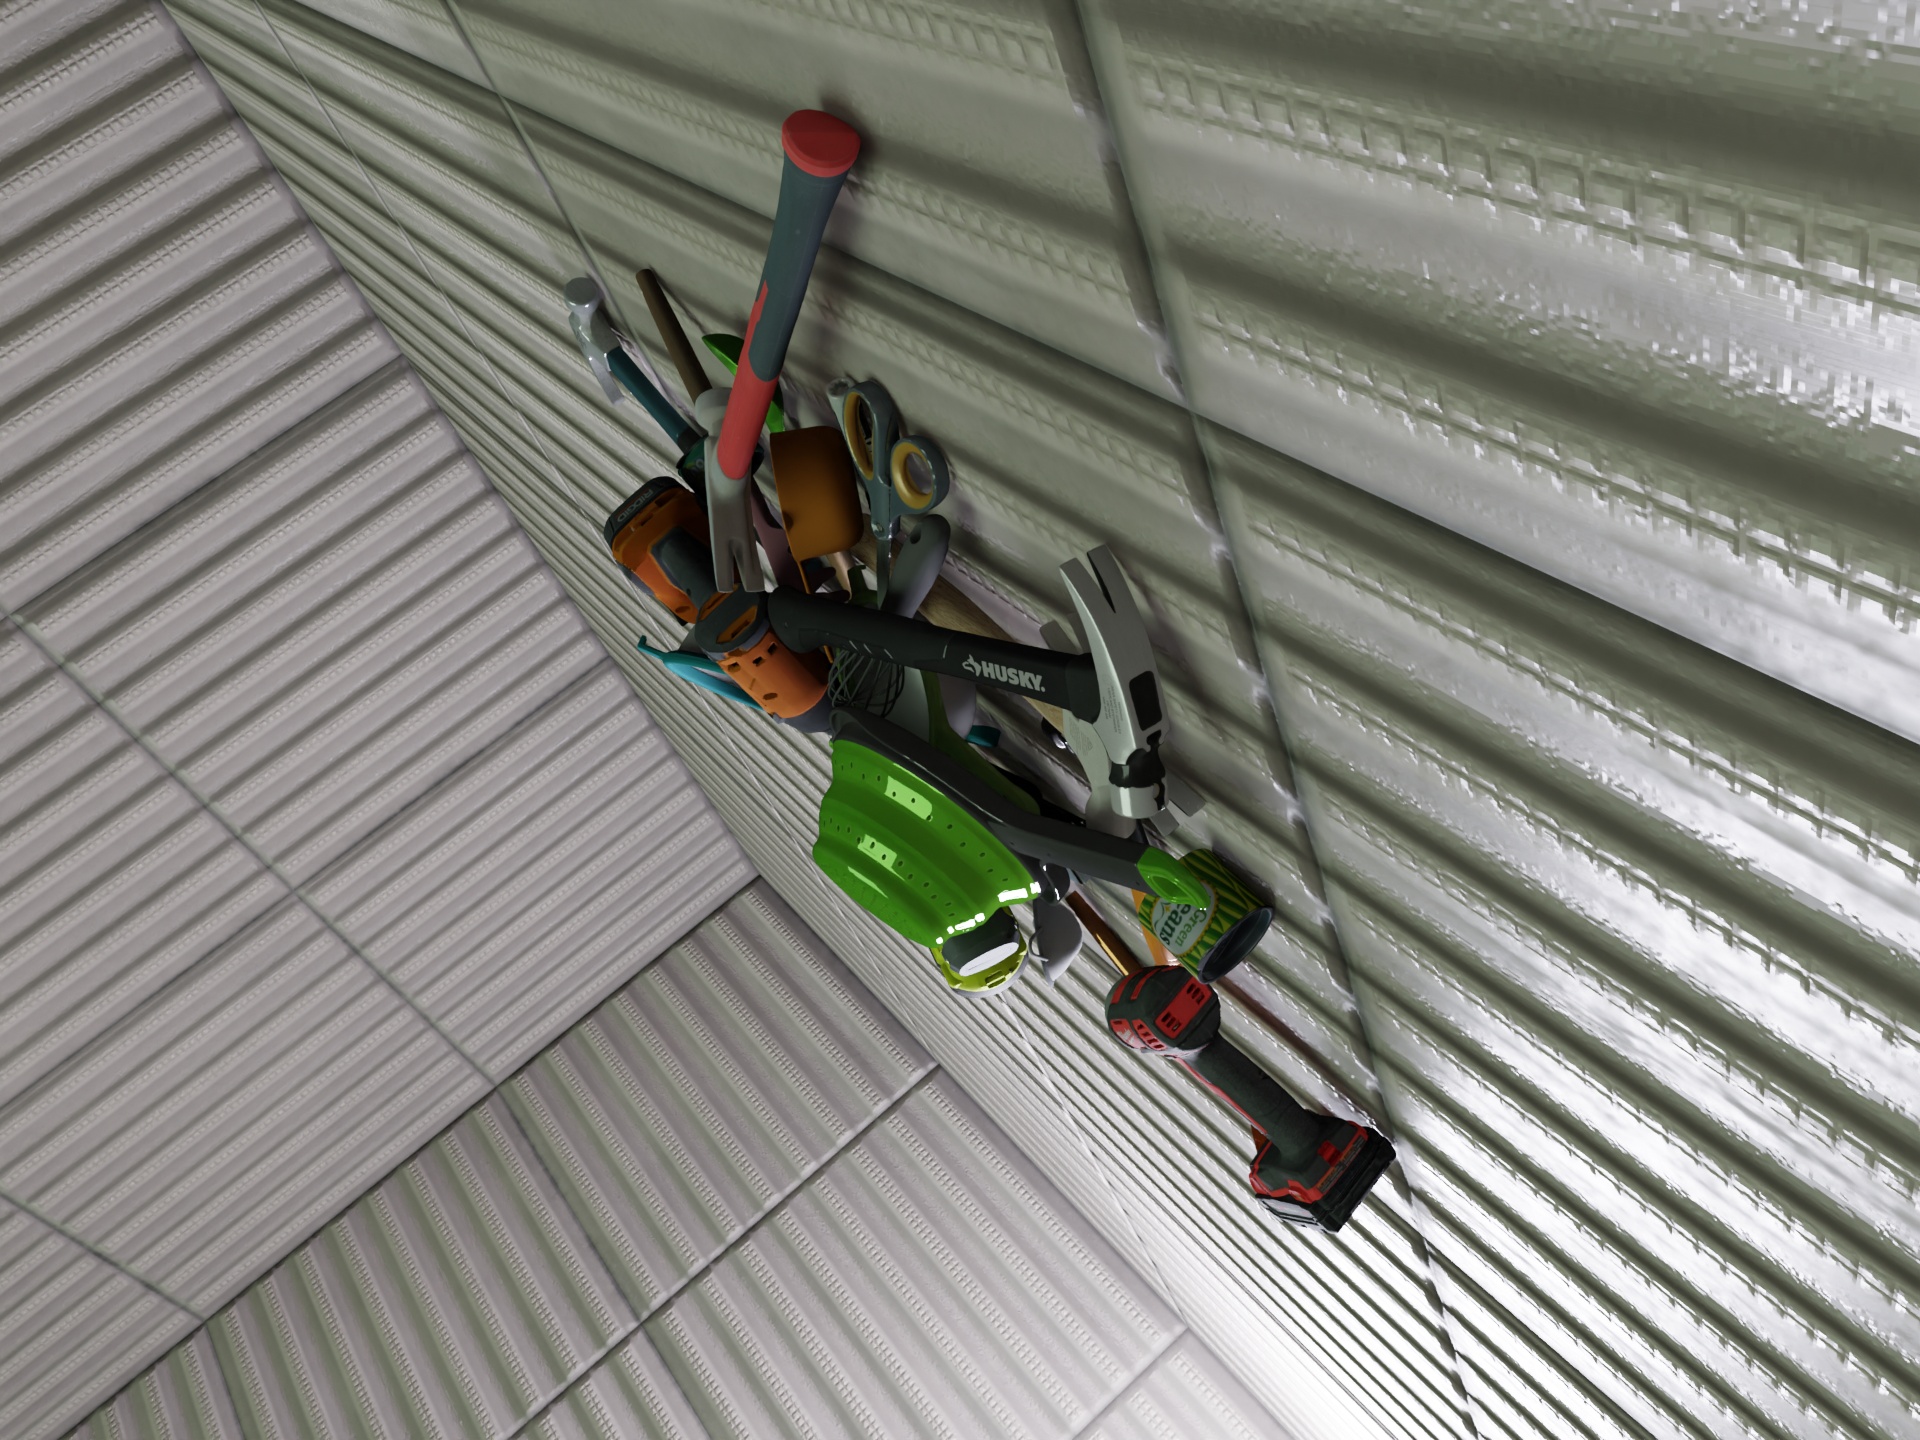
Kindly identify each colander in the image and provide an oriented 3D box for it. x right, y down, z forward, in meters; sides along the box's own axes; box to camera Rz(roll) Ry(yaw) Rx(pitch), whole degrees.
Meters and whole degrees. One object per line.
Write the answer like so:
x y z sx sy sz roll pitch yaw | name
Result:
0.008 0.097 1.016 0.204 0.094 0.397 45 164 -26 | colander

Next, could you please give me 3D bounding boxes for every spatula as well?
0.190 0.282 1.370 0.323 0.041 0.081 51 174 6 | spatula

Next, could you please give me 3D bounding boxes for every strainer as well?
-0.096 -0.047 1.352 0.340 0.095 0.210 11 170 37 | strainer
0.081 0.190 1.443 0.258 0.050 0.087 87 173 -87 | strainer
-0.002 -0.004 1.150 0.257 0.069 0.151 42 139 43 | strainer

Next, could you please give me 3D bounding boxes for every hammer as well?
-0.234 -0.239 1.399 0.331 0.033 0.128 49 166 10 | hammer
0.010 -0.059 1.036 0.332 0.031 0.130 43 149 45 | hammer
-0.111 -0.203 0.917 0.386 0.038 0.143 133 132 -68 | hammer
0.139 0.120 1.127 0.127 0.034 0.336 42 164 38 | hammer
-0.012 -0.047 0.957 0.335 0.035 0.146 16 125 47 | hammer

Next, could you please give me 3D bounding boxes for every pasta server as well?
-0.164 -0.202 1.181 0.316 0.040 0.060 63 166 9 | pasta server

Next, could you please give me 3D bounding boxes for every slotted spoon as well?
-0.118 -0.176 1.204 0.070 0.031 0.313 41 165 36 | slotted spoon

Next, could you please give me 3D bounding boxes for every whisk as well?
-0.047 -0.063 1.058 0.055 0.055 0.238 48 148 12 | whisk

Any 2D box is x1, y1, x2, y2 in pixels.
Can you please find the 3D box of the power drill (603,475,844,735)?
-0.172 -0.079 1.227 0.227 0.084 0.164 46 177 41 | power drill

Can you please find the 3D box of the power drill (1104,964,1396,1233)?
0.197 0.267 1.162 0.219 0.078 0.143 44 163 -1 | power drill

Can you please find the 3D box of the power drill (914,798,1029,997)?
-0.011 0.131 1.313 0.191 0.080 0.228 63 176 21 | power drill

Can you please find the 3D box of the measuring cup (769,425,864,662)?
-0.087 -0.120 1.097 0.095 0.052 0.173 -102 -1 -60 | measuring cup
